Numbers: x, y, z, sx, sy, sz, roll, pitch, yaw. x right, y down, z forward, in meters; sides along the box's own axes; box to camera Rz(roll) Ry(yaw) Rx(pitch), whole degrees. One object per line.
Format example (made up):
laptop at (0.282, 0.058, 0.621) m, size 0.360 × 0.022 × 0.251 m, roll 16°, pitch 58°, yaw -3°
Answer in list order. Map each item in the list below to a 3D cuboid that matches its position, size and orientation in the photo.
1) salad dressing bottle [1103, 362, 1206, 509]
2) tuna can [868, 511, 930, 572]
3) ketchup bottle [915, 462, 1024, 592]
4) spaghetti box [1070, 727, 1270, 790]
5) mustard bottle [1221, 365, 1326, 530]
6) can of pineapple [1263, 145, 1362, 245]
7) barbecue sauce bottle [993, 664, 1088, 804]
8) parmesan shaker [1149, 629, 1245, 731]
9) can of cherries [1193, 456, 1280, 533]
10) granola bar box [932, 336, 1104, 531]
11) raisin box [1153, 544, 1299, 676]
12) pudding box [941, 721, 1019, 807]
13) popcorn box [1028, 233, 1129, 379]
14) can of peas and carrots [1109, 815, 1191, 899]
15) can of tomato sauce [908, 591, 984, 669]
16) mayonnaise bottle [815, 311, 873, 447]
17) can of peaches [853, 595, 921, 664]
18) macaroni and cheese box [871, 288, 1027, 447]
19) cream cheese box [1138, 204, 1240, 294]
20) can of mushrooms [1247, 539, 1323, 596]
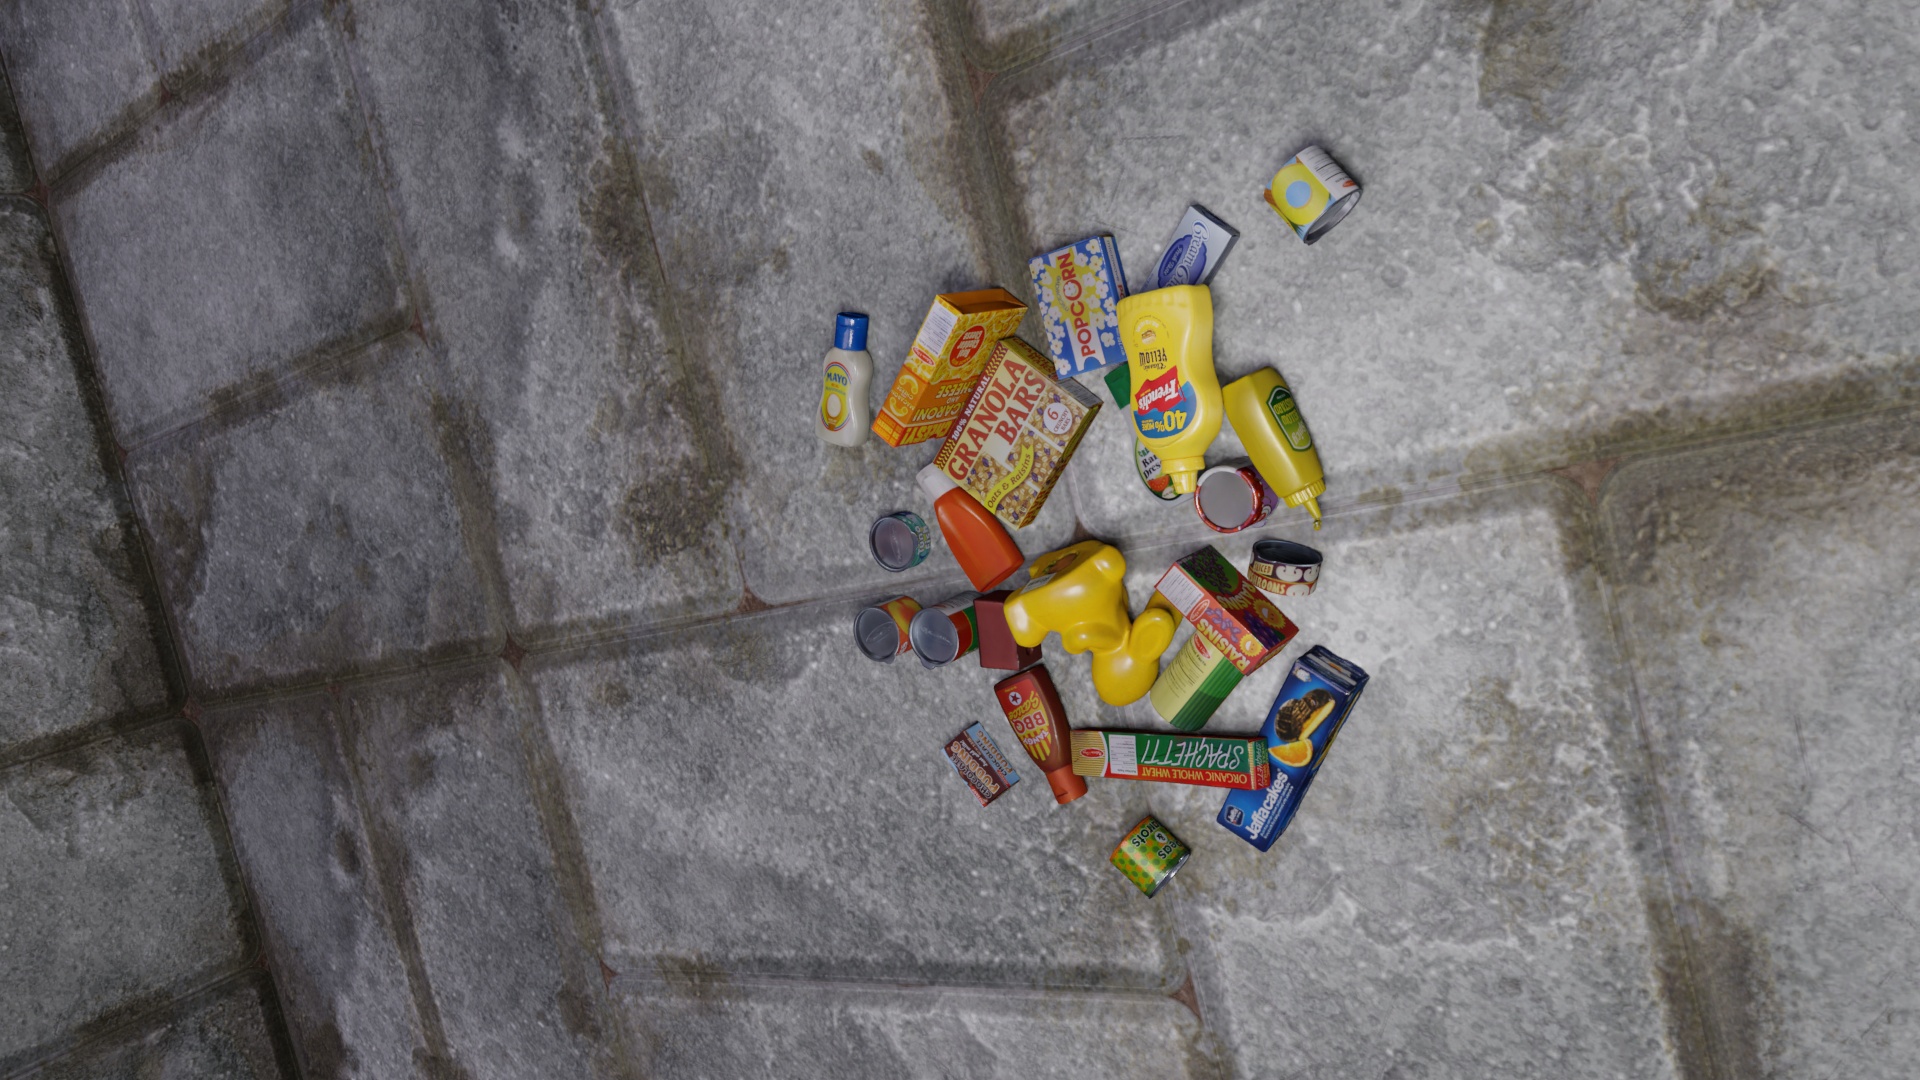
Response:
salad dressing bottle at (0.191, -0.105, 1.374) m, size 0.064 × 0.044 × 0.147 m, roll -31°, pitch 83°, yaw 33°
tuna can at (-0.067, 0.001, 1.584) m, size 0.071 × 0.033 × 0.071 m, roll 9°, pitch 107°, yaw 33°
ketchup bottle at (0.005, -0.019, 1.523) m, size 0.064 × 0.044 × 0.149 m, roll -41°, pitch 77°, yaw 34°
spaghetti box at (0.207, 0.219, 1.407) m, size 0.249 × 0.029 × 0.050 m, roll -6°, pitch 87°, yaw 51°
mustard bottle at (0.302, -0.083, 1.294) m, size 0.048 × 0.065 × 0.160 m, roll -28°, pitch 90°, yaw 44°
can of pineapple at (0.310, -0.305, 1.230) m, size 0.058 × 0.071 × 0.070 m, roll 52°, pitch 124°, yaw 13°
barbecue sauce bottle at (0.093, 0.213, 1.519) m, size 0.064 × 0.044 × 0.148 m, roll -27°, pitch 86°, yaw 37°
parmesan shaker at (0.242, 0.131, 1.385) m, size 0.071 × 0.071 × 0.102 m, roll 43°, pitch 122°, yaw 18°
can of cherries at (0.266, -0.041, 1.329) m, size 0.071 × 0.058 × 0.071 m, roll 9°, pitch 106°, yaw 33°
granola bar box at (0.058, -0.111, 1.464) m, size 0.124 × 0.039 × 0.164 m, roll 39°, pitch 120°, yaw 17°
raisin box at (0.258, 0.067, 1.343) m, size 0.123 × 0.086 × 0.040 m, roll 45°, pitch 121°, yaw 17°
pudding box at (0.022, 0.256, 1.586) m, size 0.049 × 0.030 × 0.084 m, roll -45°, pitch 75°, yaw 34°
popcorn box at (0.126, -0.234, 1.392) m, size 0.085 × 0.038 × 0.126 m, roll -12°, pitch 94°, yaw 35°
can of peas and carrots at (0.200, 0.331, 1.459) m, size 0.059 × 0.071 × 0.070 m, roll 41°, pitch 121°, yaw 20°
can of tomato sauce at (-0.007, 0.099, 1.535) m, size 0.071 × 0.083 × 0.071 m, roll 9°, pitch 107°, yaw 33°
mayonnaise bottle at (-0.129, -0.183, 1.577) m, size 0.065 × 0.041 × 0.147 m, roll 19°, pitch 112°, yaw 32°
can of peaches at (-0.079, 0.103, 1.602) m, size 0.071 × 0.058 × 0.071 m, roll 9°, pitch 106°, yaw 32°
macaroni and cheese box at (-0.011, -0.179, 1.446) m, size 0.040 × 0.124 × 0.165 m, roll 41°, pitch 121°, yaw 21°
cream cheese box at (0.218, -0.263, 1.330) m, size 0.053 × 0.024 × 0.103 m, roll 40°, pitch 121°, yaw 19°
can of mushrooms at (0.304, 0.026, 1.311) m, size 0.071 × 0.071 × 0.033 m, roll 20°, pitch 114°, yaw 29°
